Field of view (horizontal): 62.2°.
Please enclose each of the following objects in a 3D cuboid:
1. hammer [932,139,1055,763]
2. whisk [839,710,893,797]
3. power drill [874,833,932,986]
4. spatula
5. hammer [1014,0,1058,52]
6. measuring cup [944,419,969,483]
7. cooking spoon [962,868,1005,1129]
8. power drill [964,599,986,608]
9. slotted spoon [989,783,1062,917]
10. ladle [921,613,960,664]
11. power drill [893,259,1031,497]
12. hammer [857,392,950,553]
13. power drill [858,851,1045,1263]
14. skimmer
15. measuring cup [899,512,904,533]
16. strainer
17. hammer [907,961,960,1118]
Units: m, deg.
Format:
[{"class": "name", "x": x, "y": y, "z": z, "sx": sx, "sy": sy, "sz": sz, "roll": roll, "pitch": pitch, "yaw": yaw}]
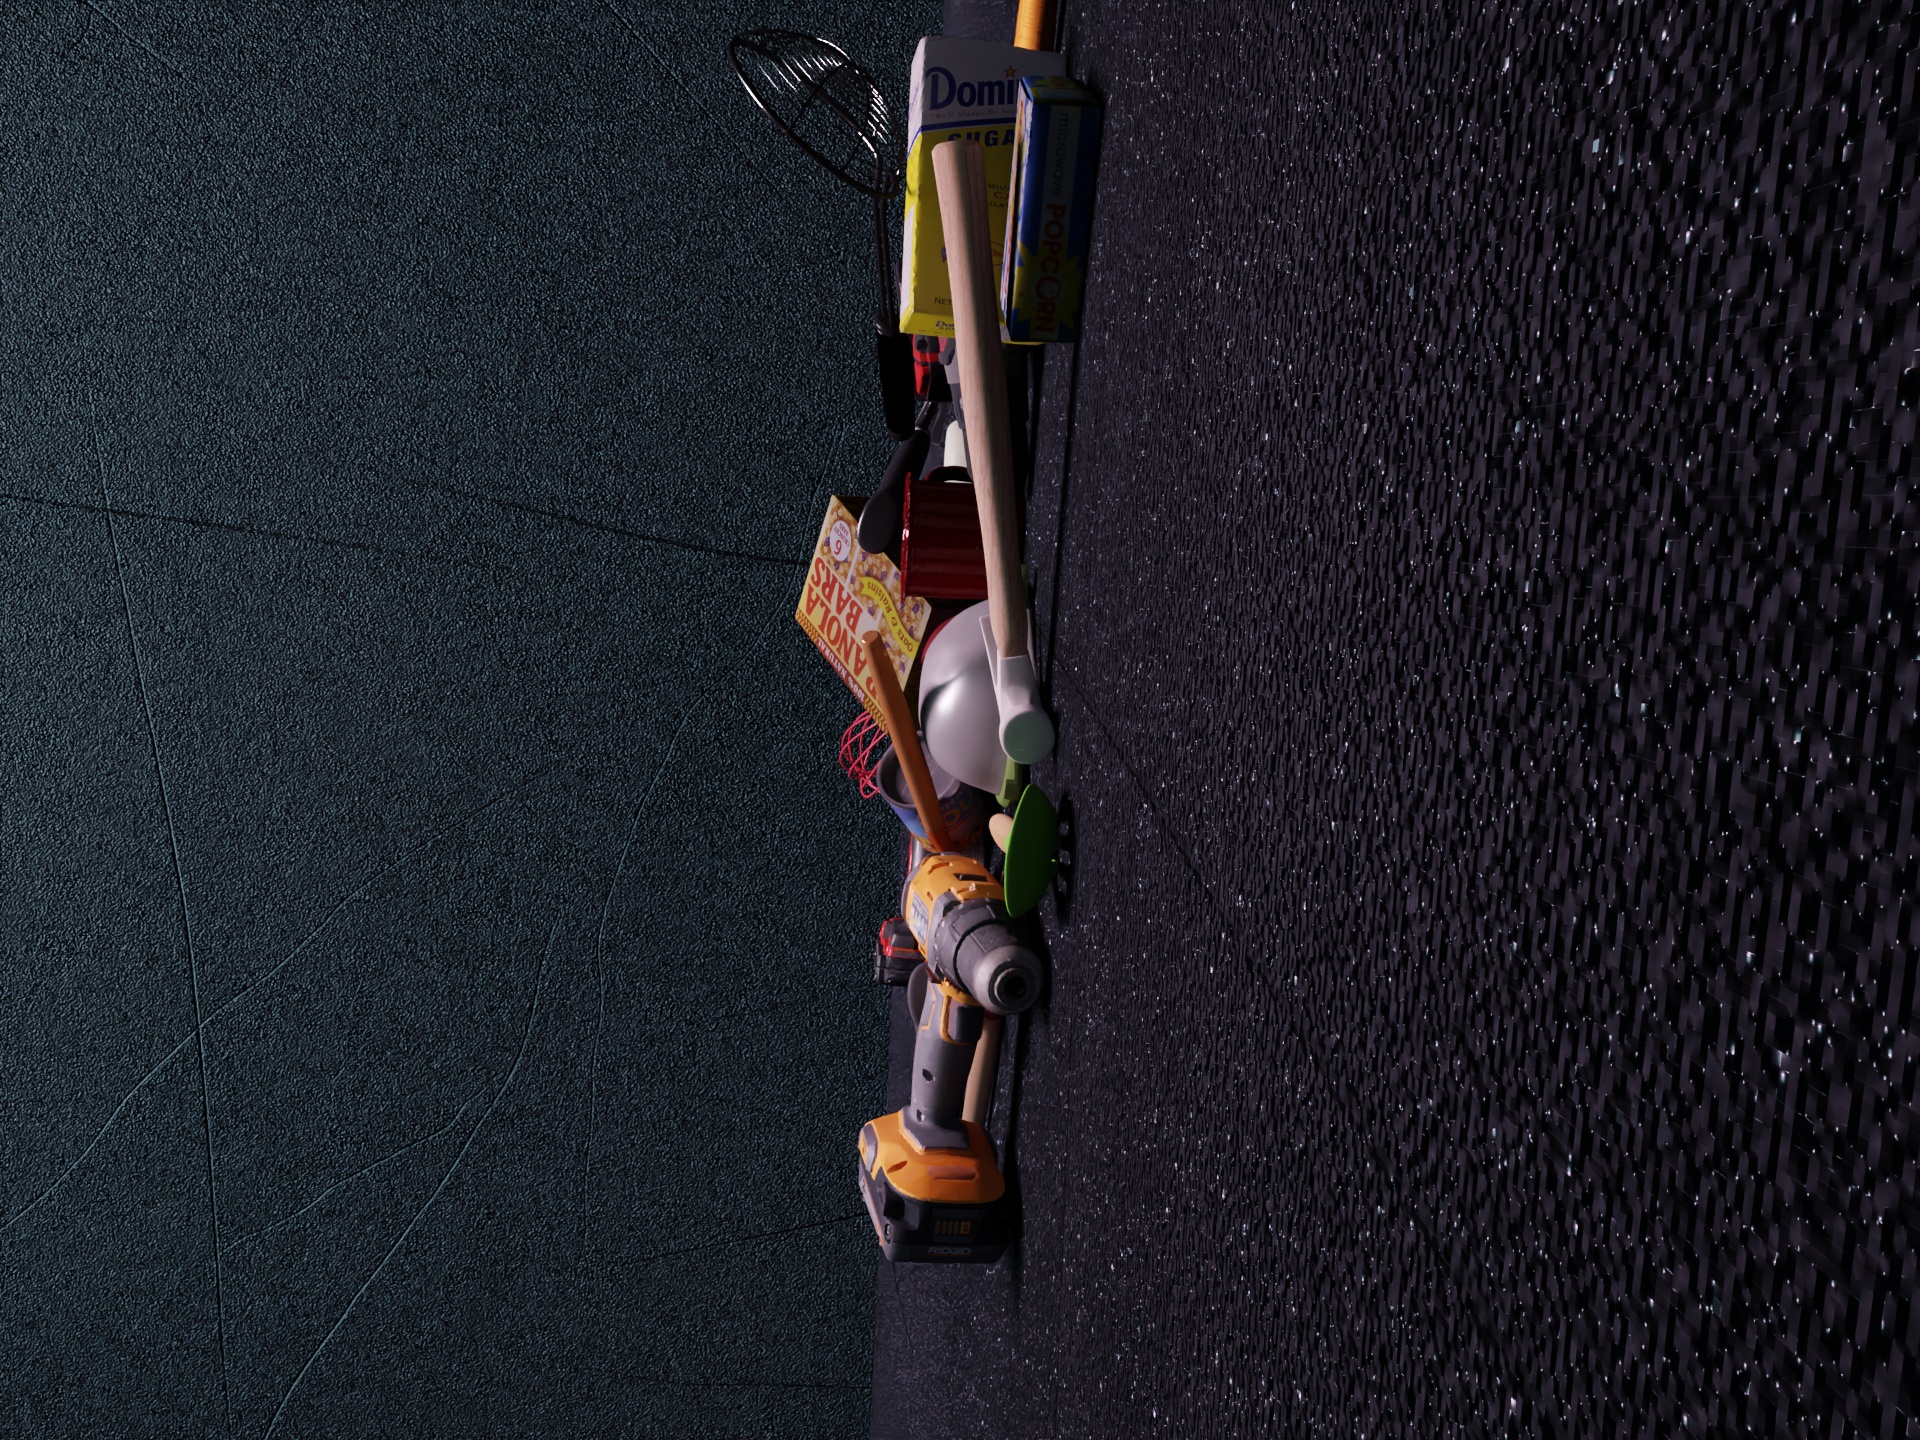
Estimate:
[{"class": "hammer", "x": 0.017, "y": -0.150, "z": 0.892, "sx": 0.130, "sy": 0.031, "sz": 0.331, "roll": -98, "pitch": 1, "yaw": -75}, {"class": "whisk", "x": -0.032, "y": -0.014, "z": 1.315, "sx": 0.295, "sy": 0.073, "sz": 0.073, "roll": 132, "pitch": 145, "yaw": -53}, {"class": "power drill", "x": -0.034, "y": 0.139, "z": 1.532, "sx": 0.143, "sy": 0.078, "sz": 0.219, "roll": -150, "pitch": 66, "yaw": -85}, {"class": "spatula", "x": -0.032, "y": 0.057, "z": 1.105, "sx": 0.322, "sy": 0.041, "sz": 0.081, "roll": 74, "pitch": -154, "yaw": -44}, {"class": "hammer", "x": 0.050, "y": -0.473, "z": 1.002, "sx": 0.127, "sy": 0.034, "sz": 0.336, "roll": -92, "pitch": 6, "yaw": -45}, {"class": "measuring cup", "x": 0.006, "y": -0.250, "z": 1.434, "sx": 0.167, "sy": 0.038, "sz": 0.083, "roll": 103, "pitch": 169, "yaw": -80}, {"class": "cooking spoon", "x": 0.018, "y": 0.219, "z": 1.095, "sx": 0.069, "sy": 0.017, "sz": 0.318, "roll": -92, "pitch": 7, "yaw": -53}, {"class": "power drill", "x": -0.019, "y": -0.093, "z": 1.453, "sx": 0.228, "sy": 0.080, "sz": 0.191, "roll": 124, "pitch": 143, "yaw": -79}, {"class": "slotted spoon", "x": 0.033, "y": 0.069, "z": 0.942, "sx": 0.314, "sy": 0.031, "sz": 0.070, "roll": 166, "pitch": 112, "yaw": -88}, {"class": "ladle", "x": -0.002, "y": -0.004, "z": 1.261, "sx": 0.315, "sy": 0.069, "sz": 0.031, "roll": 94, "pitch": 154, "yaw": -62}, {"class": "power drill", "x": 0.008, "y": -0.259, "z": 1.129, "sx": 0.227, "sy": 0.080, "sz": 0.187, "roll": -115, "pitch": 16, "yaw": -75}, {"class": "hammer", "x": -0.035, "y": -0.239, "z": 1.337, "sx": 0.409, "sy": 0.036, "sz": 0.149, "roll": -75, "pitch": 5, "yaw": -58}, {"class": "power drill", "x": -0.001, "y": 0.206, "z": 0.948, "sx": 0.185, "sy": 0.084, "sz": 0.226, "roll": -146, "pitch": 62, "yaw": -74}, {"class": "skimmer", "x": -0.079, "y": -0.297, "z": 1.060, "sx": 0.127, "sy": 0.090, "sz": 0.363, "roll": 61, "pitch": 168, "yaw": 26}, {"class": "measuring cup", "x": -0.001, "y": -0.101, "z": 1.302, "sx": 0.052, "sy": 0.095, "sz": 0.173, "roll": -26, "pitch": 82, "yaw": 62}, {"class": "strainer", "x": 0.002, "y": -0.012, "z": 1.112, "sx": 0.256, "sy": 0.069, "sz": 0.151, "roll": 129, "pitch": 143, "yaw": -81}, {"class": "hammer", "x": -0.018, "y": 0.266, "z": 1.257, "sx": 0.334, "sy": 0.035, "sz": 0.146, "roll": 88, "pitch": -178, "yaw": -59}]
